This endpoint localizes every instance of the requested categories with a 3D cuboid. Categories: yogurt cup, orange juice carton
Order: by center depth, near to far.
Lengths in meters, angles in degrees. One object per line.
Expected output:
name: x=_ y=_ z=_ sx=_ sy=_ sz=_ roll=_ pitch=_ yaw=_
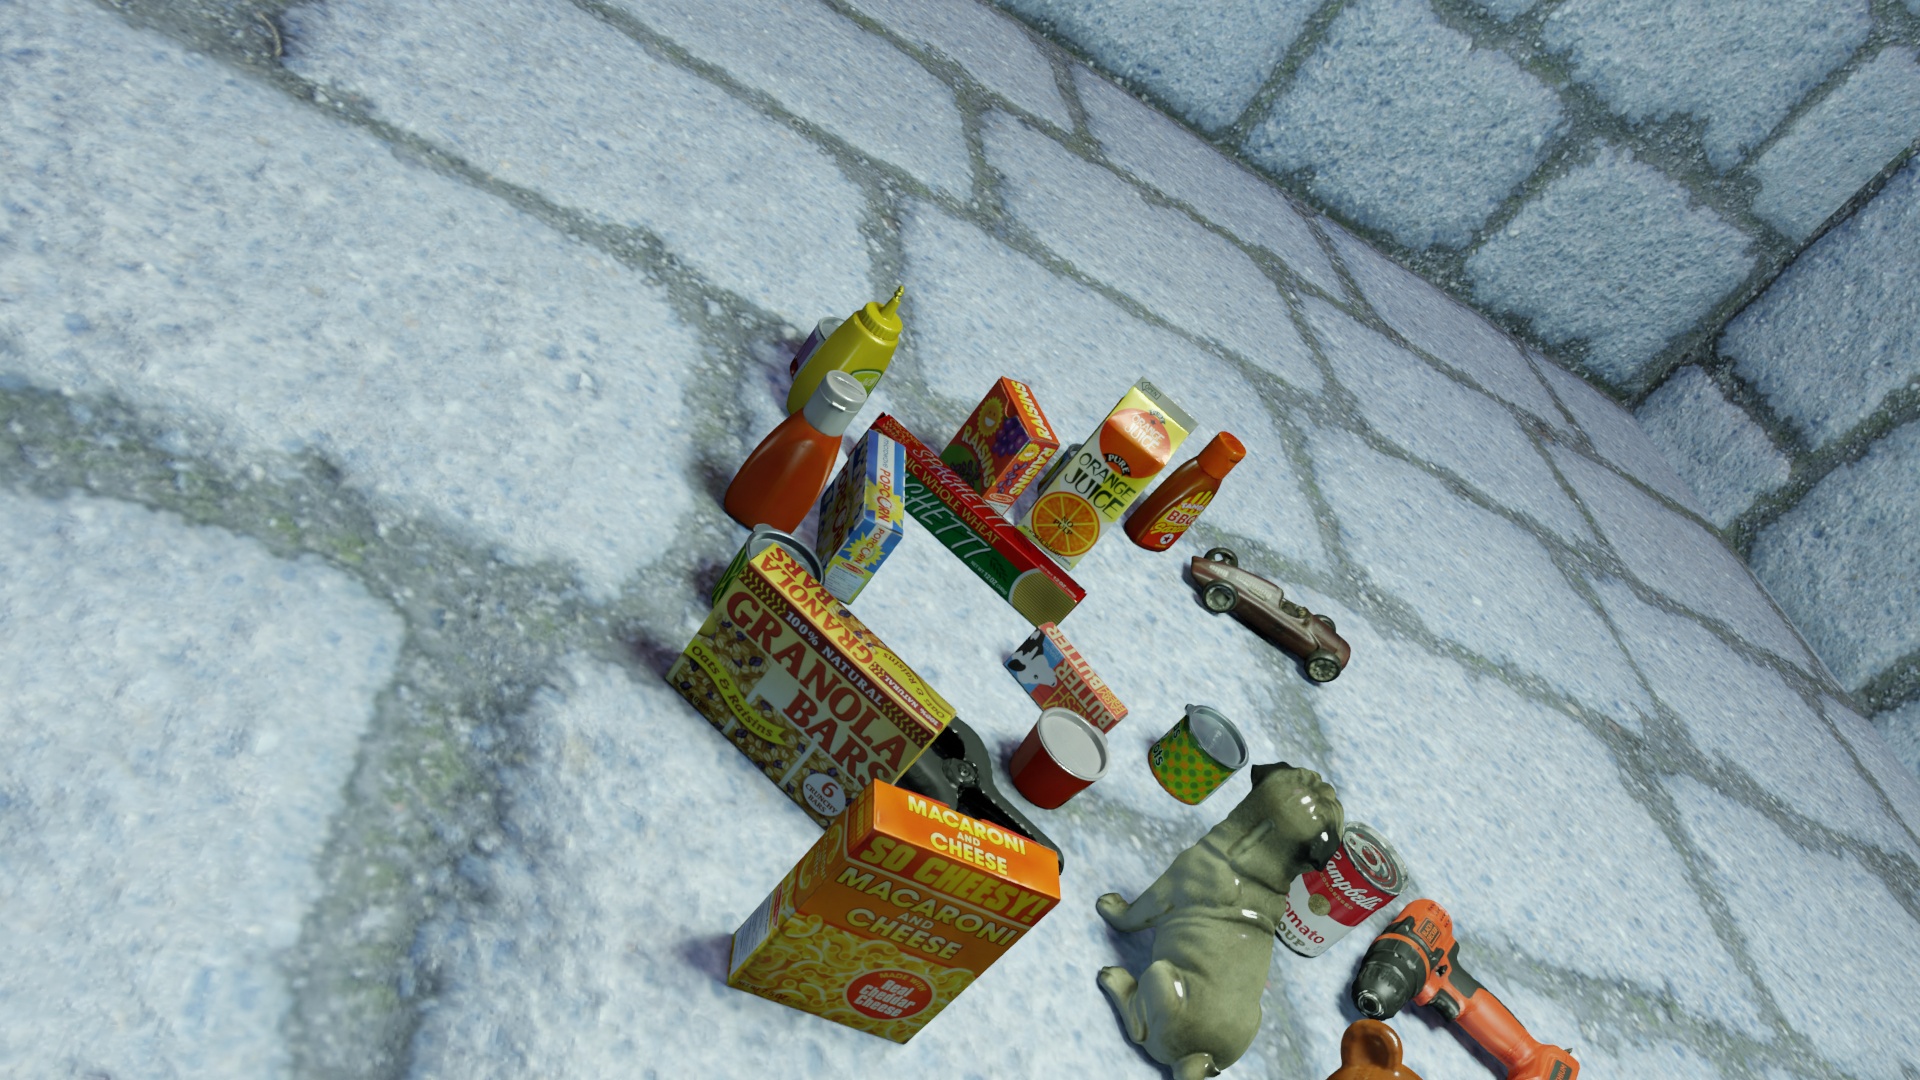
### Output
yogurt cup: x=0.075 y=0.173 z=1.085 sx=0.072 sy=0.053 sz=0.073 roll=27 pitch=33 yaw=-19
orange juice carton: x=0.144 y=-0.068 z=1.336 sx=0.072 sy=0.191 sz=0.073 roll=40 pitch=30 yaw=0

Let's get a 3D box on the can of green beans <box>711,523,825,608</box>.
can of green beans: x=-0.143 y=0.034 z=1.030 sx=0.071 sy=0.057 sz=0.071 roll=27 pitch=33 yaw=-19

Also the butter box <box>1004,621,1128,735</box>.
butter box: x=0.088 y=0.124 z=1.164 sx=0.103 sy=0.053 sz=0.024 roll=49 pitch=32 yaw=16

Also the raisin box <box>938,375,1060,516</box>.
raisin box: x=0.030 y=-0.079 z=1.298 sx=0.040 sy=0.123 sz=0.086 roll=13 pitch=40 yaw=-38

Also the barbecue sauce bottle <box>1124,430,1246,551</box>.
barbecue sauce bottle: x=0.239 y=-0.052 z=1.459 sx=0.065 sy=0.148 sz=0.044 roll=9 pitch=42 yaw=-41

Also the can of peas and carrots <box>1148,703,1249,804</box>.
can of peas and carrots: x=0.204 y=0.184 z=1.202 sx=0.071 sy=0.058 sz=0.071 roll=27 pitch=33 yaw=-19

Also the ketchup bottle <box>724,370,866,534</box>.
ketchup bottle: x=-0.126 y=-0.068 z=1.093 sx=0.065 sy=0.148 sz=0.044 roll=29 pitch=32 yaw=-17

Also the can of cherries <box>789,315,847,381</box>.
can of cherries: x=-0.120 y=-0.171 z=1.322 sx=0.071 sy=0.058 sz=0.072 roll=27 pitch=33 yaw=-19

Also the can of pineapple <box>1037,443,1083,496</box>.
can of pineapple: x=0.122 y=-0.058 z=1.431 sx=0.071 sy=0.057 sz=0.071 roll=27 pitch=33 yaw=-19

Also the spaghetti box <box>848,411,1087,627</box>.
spaghetti box: x=0.004 y=-0.016 z=1.260 sx=0.250 sy=0.050 sz=0.029 roll=42 pitch=31 yaw=5

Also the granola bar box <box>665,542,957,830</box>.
granola bar box: x=-0.102 y=0.102 z=0.921 sx=0.165 sy=0.123 sz=0.039 roll=42 pitch=31 yaw=5

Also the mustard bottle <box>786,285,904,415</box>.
mustard bottle: x=-0.094 y=-0.164 z=1.241 sx=0.065 sy=0.159 sz=0.049 roll=-6 pitch=52 yaw=-50

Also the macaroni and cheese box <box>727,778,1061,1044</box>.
macaroni and cheese box: x=-0.040 y=0.216 z=0.797 sx=0.123 sy=0.165 sz=0.040 roll=26 pitch=33 yaw=-21

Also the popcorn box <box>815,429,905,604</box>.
popcorn box: x=-0.082 y=-0.021 z=1.141 sx=0.038 sy=0.085 sz=0.127 roll=27 pitch=33 yaw=-21
